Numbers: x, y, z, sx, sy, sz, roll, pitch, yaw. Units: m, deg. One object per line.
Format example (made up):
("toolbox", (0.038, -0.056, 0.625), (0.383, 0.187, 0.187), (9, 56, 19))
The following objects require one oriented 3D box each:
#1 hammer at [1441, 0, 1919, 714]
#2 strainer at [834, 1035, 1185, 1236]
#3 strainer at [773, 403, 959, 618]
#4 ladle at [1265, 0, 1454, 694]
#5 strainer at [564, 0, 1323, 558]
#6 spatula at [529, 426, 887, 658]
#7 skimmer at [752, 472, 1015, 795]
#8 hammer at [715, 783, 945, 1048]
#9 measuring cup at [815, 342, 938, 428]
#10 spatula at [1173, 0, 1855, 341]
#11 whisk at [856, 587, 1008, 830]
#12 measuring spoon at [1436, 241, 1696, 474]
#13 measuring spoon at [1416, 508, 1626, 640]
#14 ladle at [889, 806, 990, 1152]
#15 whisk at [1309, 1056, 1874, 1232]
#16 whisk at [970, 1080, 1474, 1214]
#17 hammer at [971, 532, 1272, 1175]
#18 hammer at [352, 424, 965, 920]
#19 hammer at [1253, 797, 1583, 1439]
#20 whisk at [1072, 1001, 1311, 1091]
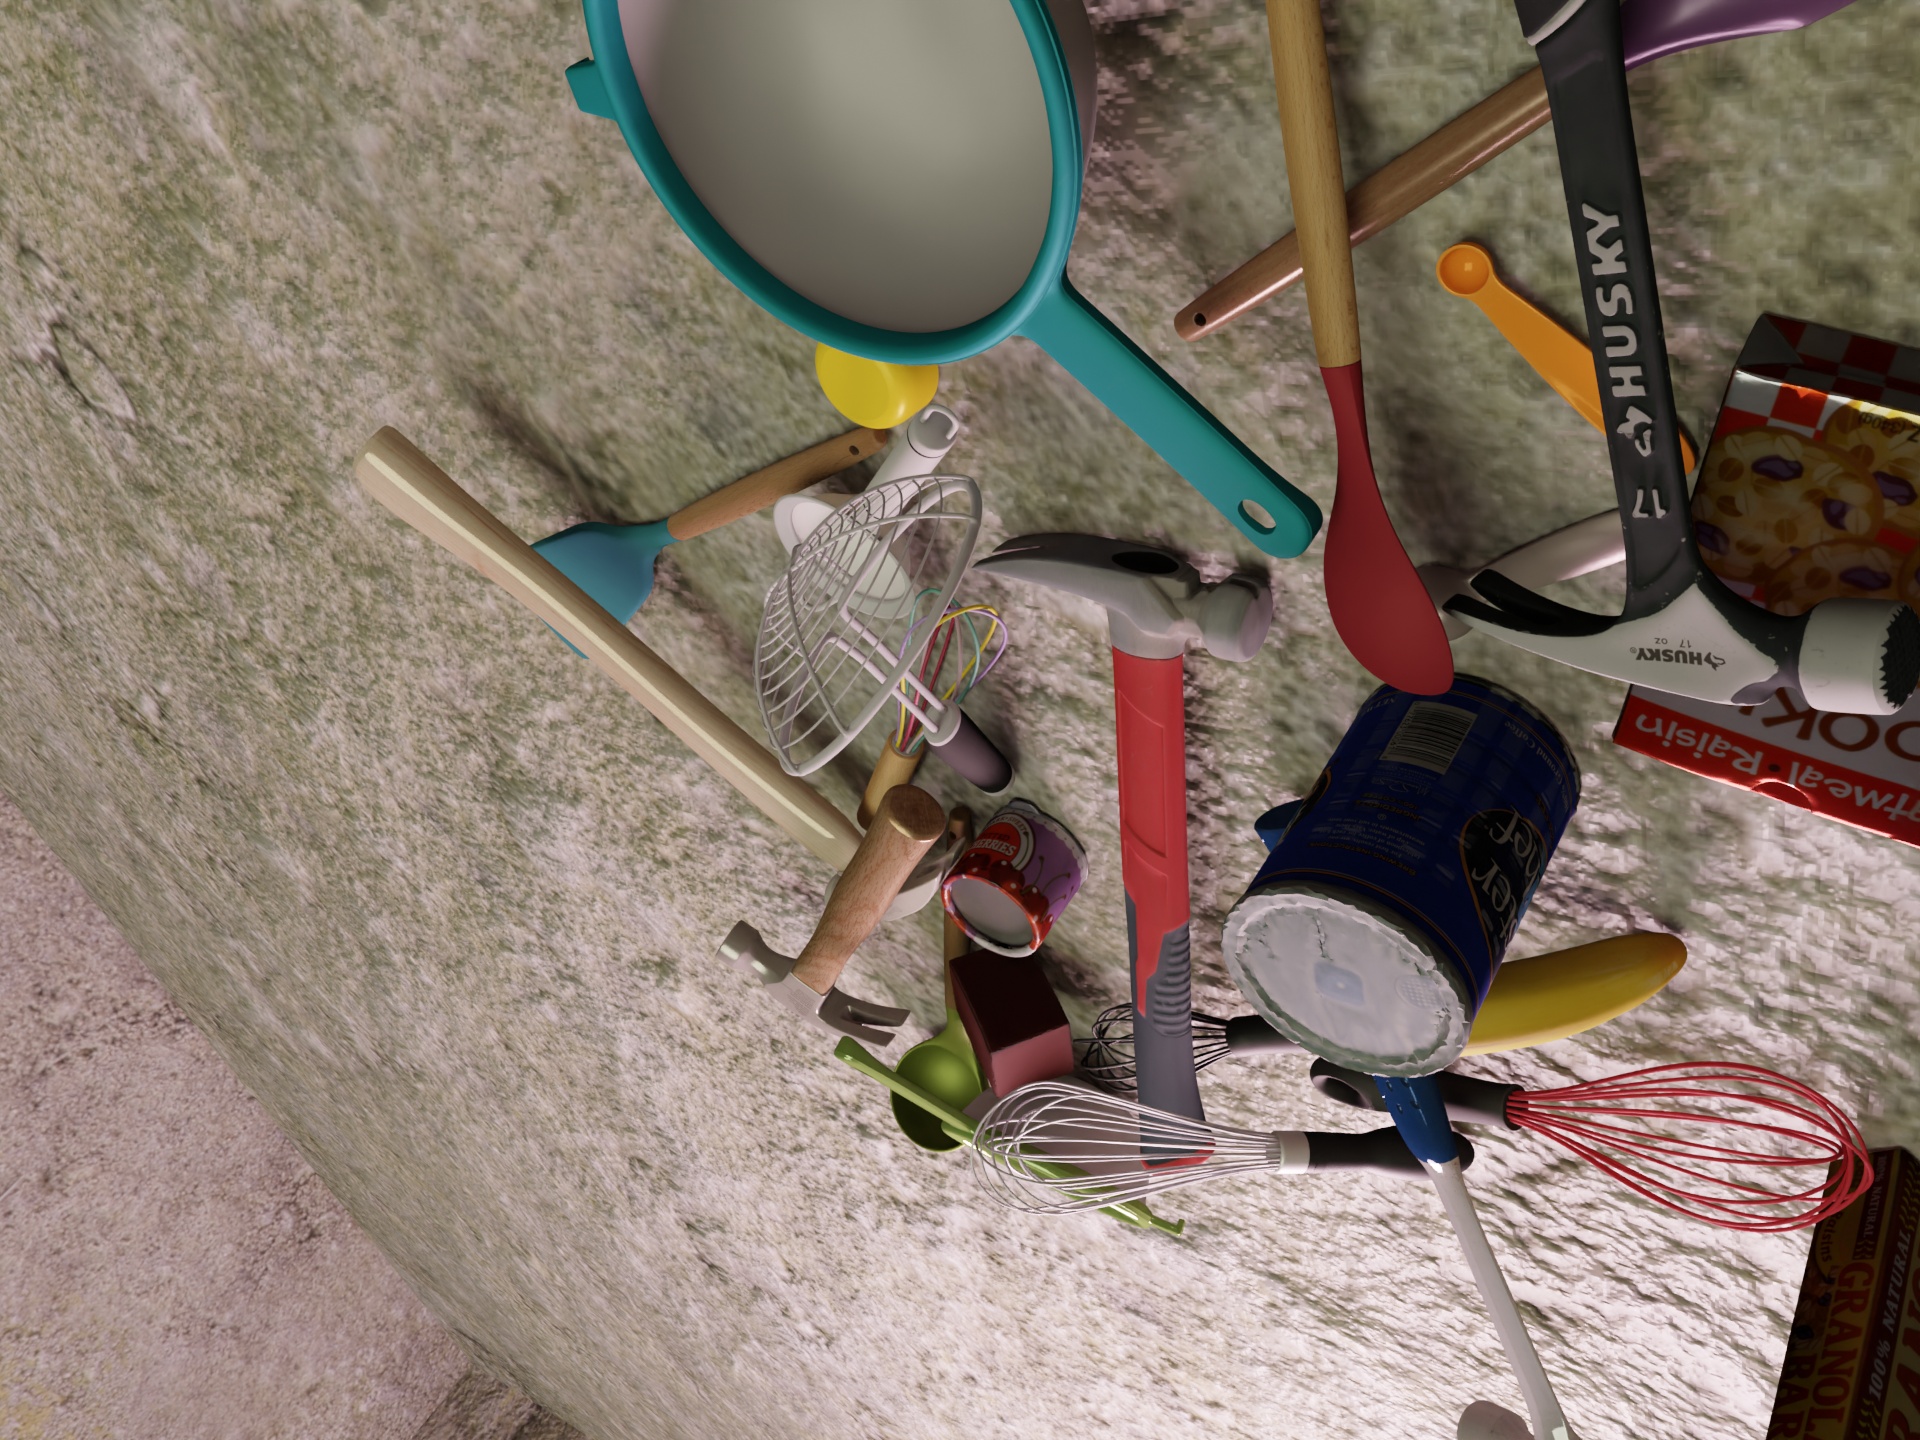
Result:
("hammer", (0.177, -0.187, 0.461), (0.149, 0.036, 0.408), (9, 127, 50))
("strainer", (0.030, 0.243, 1.023), (0.256, 0.069, 0.151), (36, 161, -27))
("strainer", (-0.036, -0.099, 0.737), (0.087, 0.050, 0.258), (39, 164, -6))
("ladle", (0.128, -0.149, 0.546), (0.069, 0.031, 0.315), (-135, 28, -65))
("strainer", (0.019, -0.200, 0.581), (0.340, 0.095, 0.211), (42, 147, -5))
("spatula", (-0.147, -0.105, 0.877), (0.317, 0.044, 0.082), (-14, 122, 48))
("skimmer", (-0.001, -0.002, 0.710), (0.090, 0.127, 0.363), (27, 173, 20))
("hammer", (-0.065, 0.119, 0.948), (0.130, 0.031, 0.331), (35, 149, 2))
("measuring cup", (-0.069, -0.199, 0.715), (0.062, 0.029, 0.156), (-13, 120, 49))
("spatula", (0.178, -0.197, 0.502), (0.316, 0.018, 0.059), (-25, 103, 51))
("whisk", (-0.029, 0.002, 0.884), (0.051, 0.047, 0.244), (35, 147, 6))
("measuring spoon", (0.213, -0.126, 0.554), (0.117, 0.011, 0.021), (40, 143, -5))
("measuring spoon", (0.219, -0.056, 0.613), (0.034, 0.018, 0.124), (50, 143, -13))
("ladle", (-0.011, 0.175, 1.039), (0.078, 0.062, 0.319), (31, 142, 27))
("whisk", (0.291, 0.194, 0.783), (0.296, 0.073, 0.073), (-4, 126, 52))
("whisk", (0.143, 0.229, 0.842), (0.284, 0.070, 0.070), (5, 145, -13))
("hammer", (0.088, 0.086, 0.822), (0.143, 0.038, 0.386), (17, 129, 32))
("hammer", (-0.176, -0.025, 0.924), (0.410, 0.038, 0.146), (41, 150, -10))
("hammer", (0.245, 0.225, 0.791), (0.144, 0.035, 0.405), (-6, 111, 60))
("whisk", (0.156, 0.177, 0.896), (0.239, 0.055, 0.055), (-19, 114, 45))
